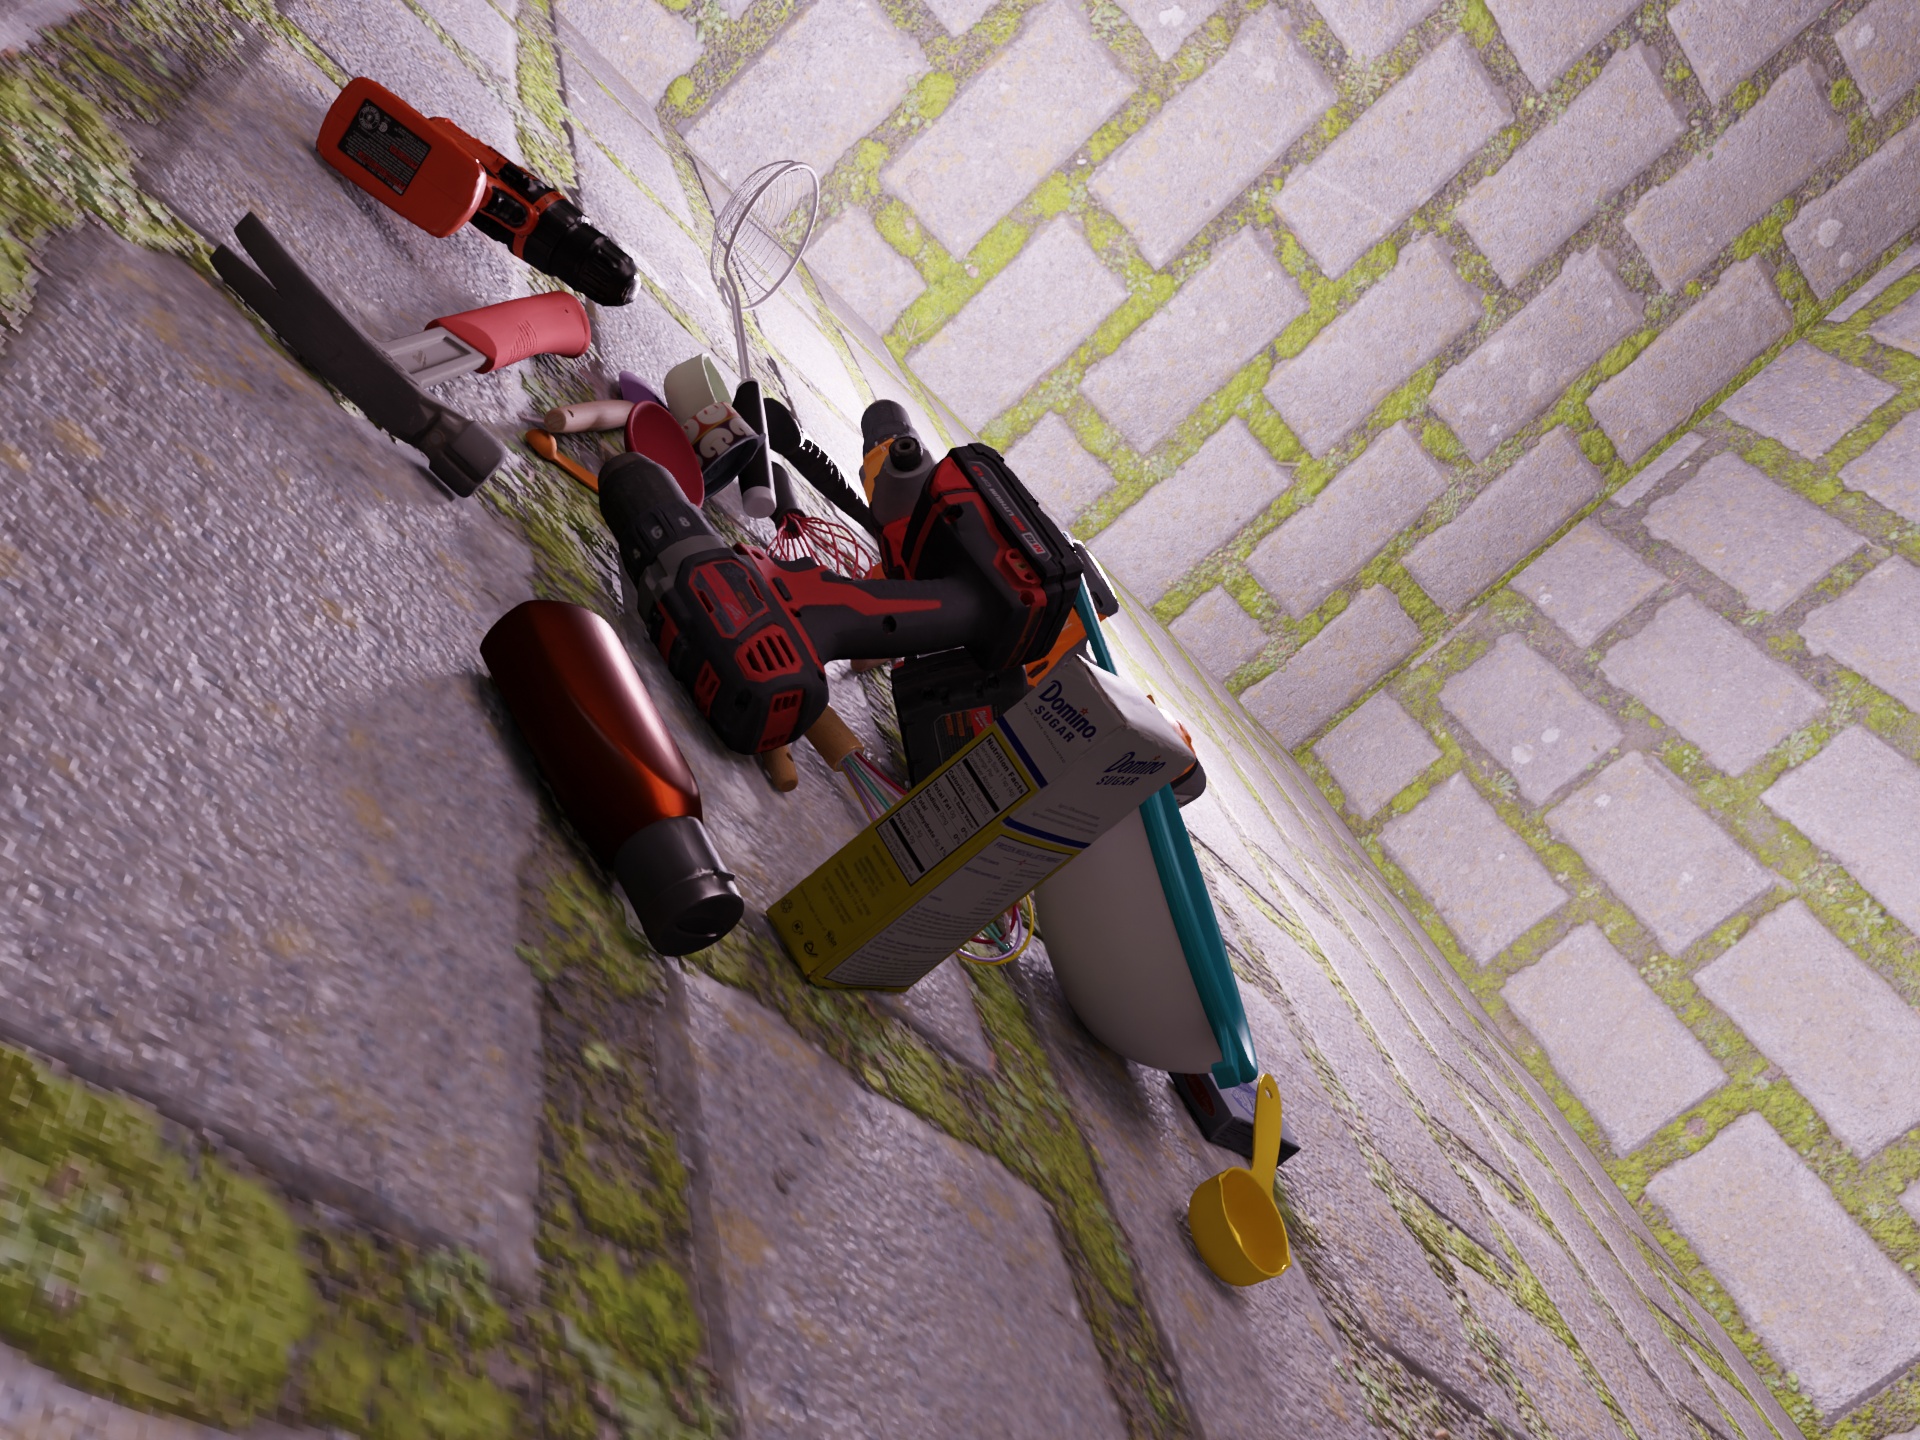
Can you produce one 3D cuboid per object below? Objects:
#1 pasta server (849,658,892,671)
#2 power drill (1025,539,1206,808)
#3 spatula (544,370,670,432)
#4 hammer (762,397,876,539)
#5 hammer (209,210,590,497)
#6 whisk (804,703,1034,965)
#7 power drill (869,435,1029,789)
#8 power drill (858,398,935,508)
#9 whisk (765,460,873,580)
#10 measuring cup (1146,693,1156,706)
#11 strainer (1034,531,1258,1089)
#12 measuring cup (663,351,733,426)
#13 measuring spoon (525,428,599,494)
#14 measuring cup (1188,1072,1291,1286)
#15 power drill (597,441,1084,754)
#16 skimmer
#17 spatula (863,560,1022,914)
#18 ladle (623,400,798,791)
[{"bbox_3d":[-0.036,-0.067,1.224,0.060,0.040,0.316,58,13,-2],"label":"pasta server"},{"bbox_3d":[0.073,-0.007,1.197,0.226,0.164,0.084,56,6,-31],"label":"power drill"},{"bbox_3d":[-0.221,-0.199,1.022,0.059,0.018,0.316,53,8,-10],"label":"spatula"},{"bbox_3d":[-0.087,-0.181,1.338,0.146,0.035,0.334,54,7,27],"label":"hammer"},{"bbox_3d":[-0.271,-0.215,0.871,0.149,0.036,0.359,45,13,-14],"label":"hammer"},{"bbox_3d":[-0.045,0.035,0.866,0.245,0.047,0.051,49,13,20],"label":"whisk"},{"bbox_3d":[-0.013,-0.069,1.003,0.143,0.078,0.220,81,-3,-50],"label":"power drill"},{"bbox_3d":[0.000,-0.157,1.318,0.226,0.084,0.186,37,25,-40],"label":"power drill"},{"bbox_3d":[-0.115,-0.130,1.105,0.073,0.073,0.296,41,9,-29],"label":"whisk"},{"bbox_3d":[0.120,0.070,1.123,0.095,0.052,0.174,12,73,-58],"label":"measuring cup"},{"bbox_3d":[0.078,0.059,0.941,0.211,0.095,0.340,23,47,-78],"label":"strainer"},{"bbox_3d":[-0.181,-0.217,1.193,0.167,0.038,0.083,50,19,-79],"label":"measuring cup"},{"bbox_3d":[-0.204,-0.137,0.915,0.116,0.011,0.021,34,19,-51],"label":"measuring spoon"},{"bbox_3d":[0.153,0.242,0.857,0.062,0.029,0.156,51,25,-8],"label":"measuring cup"},{"bbox_3d":[-0.069,-0.085,0.853,0.226,0.080,0.188,-17,58,-32],"label":"power drill"},{"bbox_3d":[-0.133,-0.282,1.180,0.090,0.127,0.364,2,50,-17],"label":"skimmer"},{"bbox_3d":[-0.002,-0.003,1.059,0.041,0.081,0.323,55,15,-44],"label":"spatula"},{"bbox_3d":[-0.141,-0.076,0.894,0.069,0.031,0.316,37,20,-48],"label":"ladle"}]
